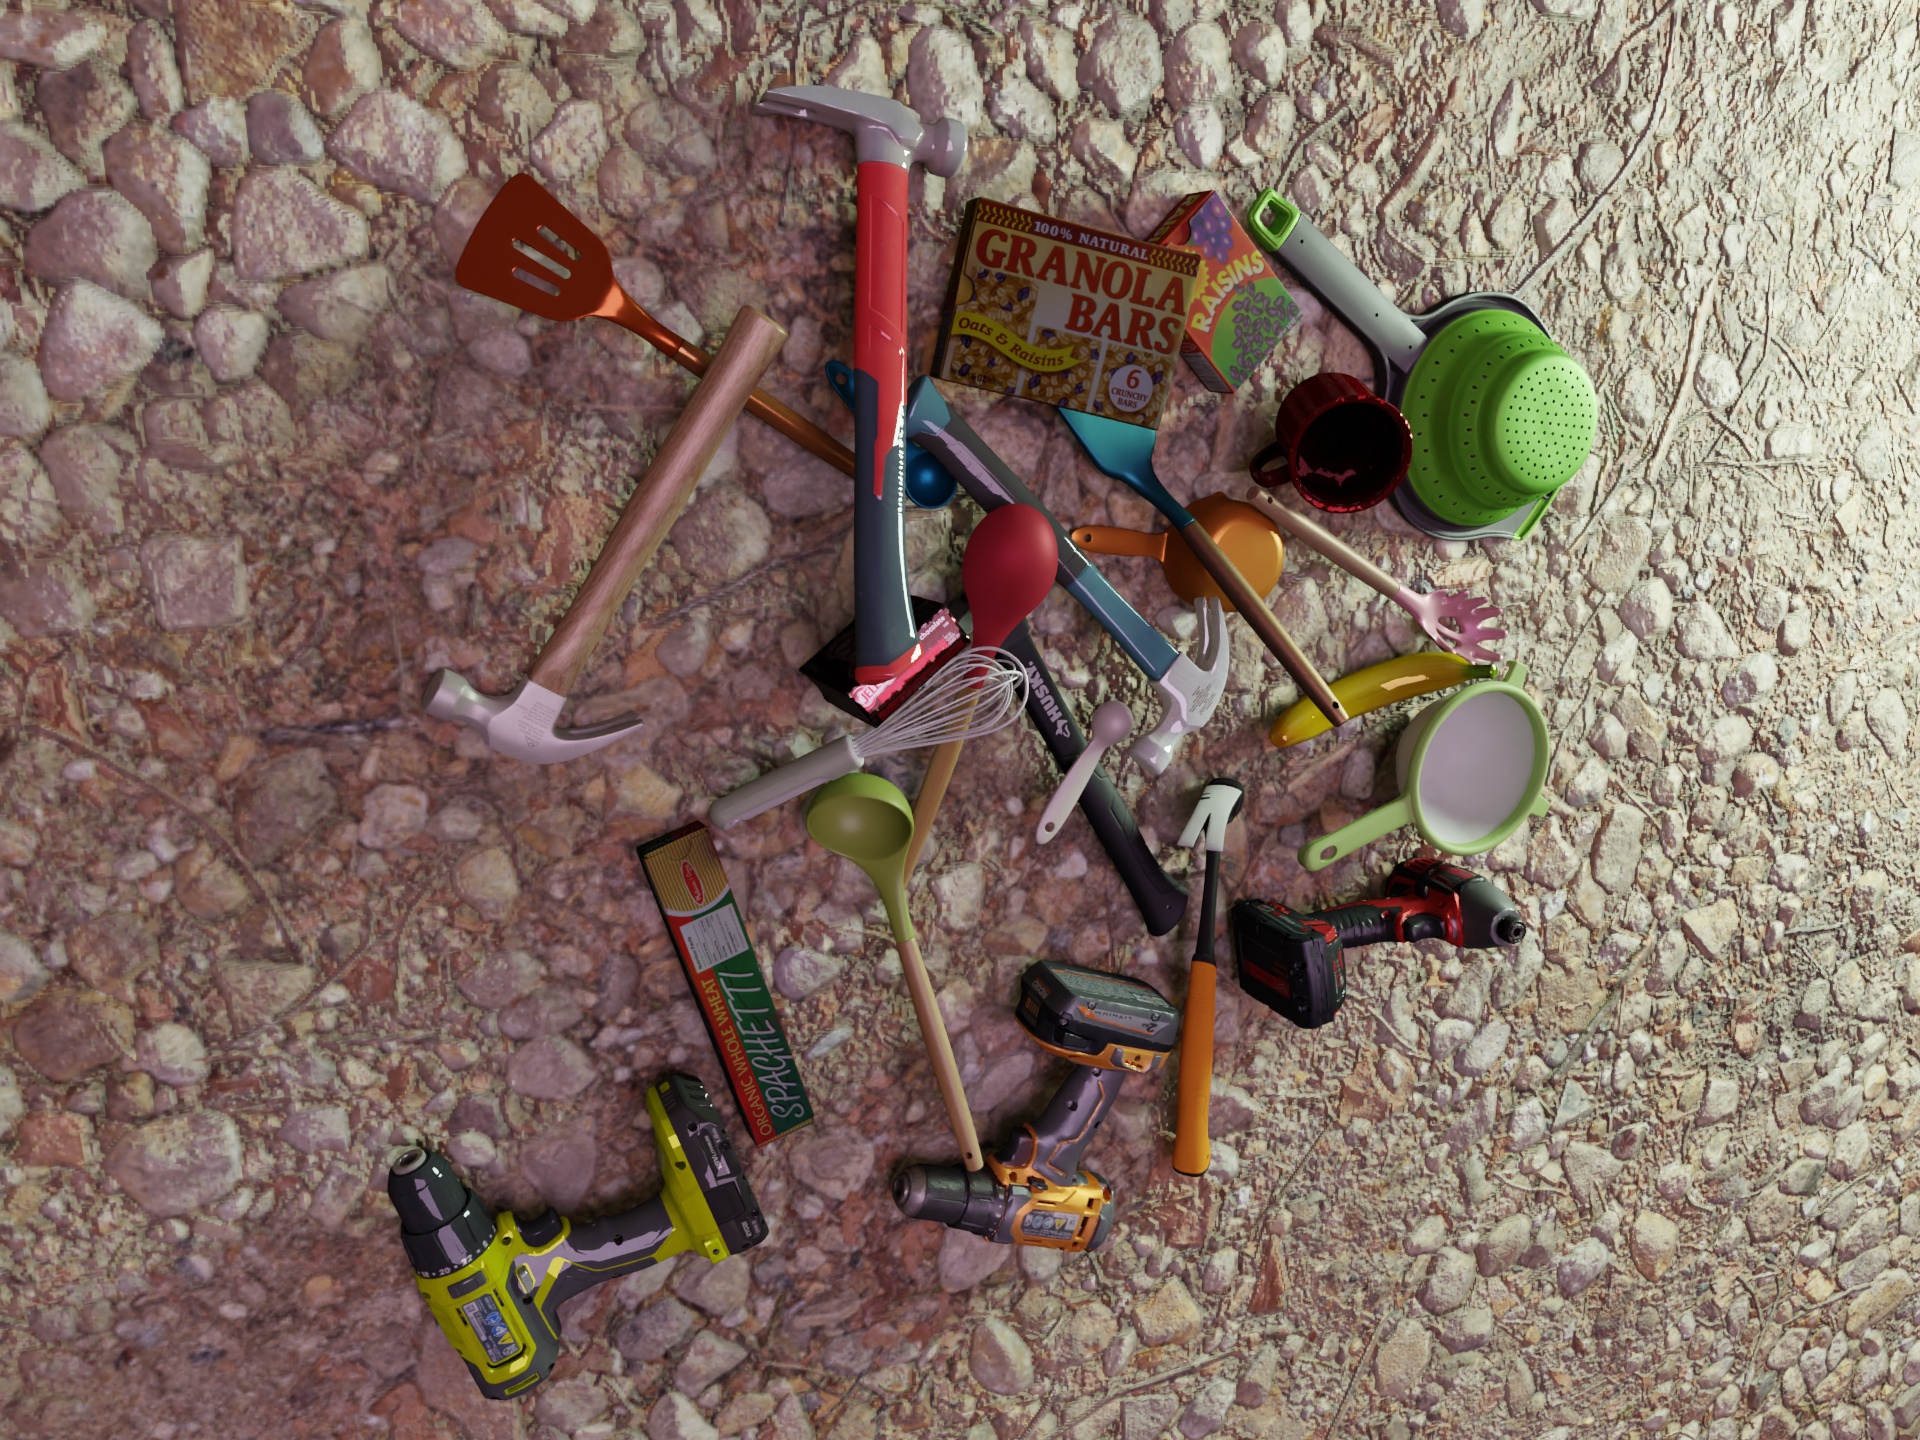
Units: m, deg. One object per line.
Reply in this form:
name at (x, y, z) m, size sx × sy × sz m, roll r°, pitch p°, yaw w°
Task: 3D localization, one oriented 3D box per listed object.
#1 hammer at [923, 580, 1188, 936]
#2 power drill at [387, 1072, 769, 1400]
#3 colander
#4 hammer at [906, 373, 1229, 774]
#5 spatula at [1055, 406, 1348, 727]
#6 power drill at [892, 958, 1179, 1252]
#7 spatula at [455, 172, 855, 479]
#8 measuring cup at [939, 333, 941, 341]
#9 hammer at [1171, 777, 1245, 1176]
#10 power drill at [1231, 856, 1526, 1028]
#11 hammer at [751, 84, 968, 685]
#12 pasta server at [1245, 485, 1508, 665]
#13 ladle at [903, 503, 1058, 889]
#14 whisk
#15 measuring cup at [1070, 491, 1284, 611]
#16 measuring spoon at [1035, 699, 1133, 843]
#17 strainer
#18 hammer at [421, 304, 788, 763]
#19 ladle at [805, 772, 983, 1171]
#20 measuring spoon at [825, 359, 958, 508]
hammer at (0.086, 0.036, 1.221) m, size 0.146 × 0.035 × 0.334 m, roll -37°, pitch 114°, yaw -13°
power drill at (-0.268, 0.344, 1.110) m, size 0.228 × 0.080 × 0.190 m, roll -24°, pitch 111°, yaw -15°
colander at (0.380, -0.282, 1.245) m, size 0.396 × 0.095 × 0.204 m, roll 33°, pitch 87°, yaw -27°
hammer at (0.073, -0.114, 1.141) m, size 0.330 × 0.033 × 0.128 m, roll 44°, pitch 77°, yaw -20°
spatula at (0.185, -0.126, 1.164) m, size 0.082 × 0.044 × 0.317 m, roll -35°, pitch 84°, yaw -24°
power drill at (0.058, 0.307, 1.250) m, size 0.185 × 0.084 × 0.226 m, roll 15°, pitch 100°, yaw -25°
spatula at (-0.170, -0.233, 1.049) m, size 0.322 × 0.041 × 0.081 m, roll 31°, pitch 89°, yaw -31°
measuring cup at (0.058, -0.286, 1.143) m, size 0.156 × 0.029 × 0.062 m, roll -12°, pitch 106°, yaw -9°
hammer at (0.195, 0.222, 1.285) m, size 0.034 × 0.127 × 0.336 m, roll 7°, pitch 109°, yaw 17°
power drill at (0.348, 0.176, 1.313) m, size 0.219 × 0.143 × 0.078 m, roll -14°, pitch 105°, yaw -19°
hammer at (-0.066, -0.216, 1.027) m, size 0.143 × 0.038 × 0.386 m, roll 3°, pitch 82°, yaw -25°
pasta server at (0.336, -0.116, 1.272) m, size 0.316 × 0.040 × 0.060 m, roll 25°, pitch 75°, yaw -37°
ladle at (-0.002, -0.004, 1.136) m, size 0.069 × 0.031 × 0.315 m, roll 12°, pitch 113°, yaw -19°
whisk at (-0.066, 0.018, 1.099) m, size 0.246 × 0.057 × 0.059 m, roll -26°, pitch 81°, yaw 10°
measuring cup at (0.169, -0.129, 1.208) m, size 0.173 × 0.052 × 0.095 m, roll 3°, pitch 101°, yaw -27°
measuring spoon at (0.094, 0.041, 1.195) m, size 0.034 × 0.018 × 0.124 m, roll 33°, pitch 87°, yaw -28°
strainer at (0.376, 0.056, 1.337) m, size 0.256 × 0.069 × 0.151 m, roll -25°, pitch 114°, yaw -17°
hammer at (-0.209, -0.118, 1.034) m, size 0.130 × 0.031 × 0.331 m, roll 30°, pitch 96°, yaw -29°
ladle at (-0.037, 0.188, 1.159) m, size 0.078 × 0.062 × 0.320 m, roll -13°, pitch 100°, yaw 19°
measuring spoon at (-0.053, -0.200, 1.115) m, size 0.128 × 0.021 × 0.042 m, roll 47°, pitch 72°, yaw -16°
